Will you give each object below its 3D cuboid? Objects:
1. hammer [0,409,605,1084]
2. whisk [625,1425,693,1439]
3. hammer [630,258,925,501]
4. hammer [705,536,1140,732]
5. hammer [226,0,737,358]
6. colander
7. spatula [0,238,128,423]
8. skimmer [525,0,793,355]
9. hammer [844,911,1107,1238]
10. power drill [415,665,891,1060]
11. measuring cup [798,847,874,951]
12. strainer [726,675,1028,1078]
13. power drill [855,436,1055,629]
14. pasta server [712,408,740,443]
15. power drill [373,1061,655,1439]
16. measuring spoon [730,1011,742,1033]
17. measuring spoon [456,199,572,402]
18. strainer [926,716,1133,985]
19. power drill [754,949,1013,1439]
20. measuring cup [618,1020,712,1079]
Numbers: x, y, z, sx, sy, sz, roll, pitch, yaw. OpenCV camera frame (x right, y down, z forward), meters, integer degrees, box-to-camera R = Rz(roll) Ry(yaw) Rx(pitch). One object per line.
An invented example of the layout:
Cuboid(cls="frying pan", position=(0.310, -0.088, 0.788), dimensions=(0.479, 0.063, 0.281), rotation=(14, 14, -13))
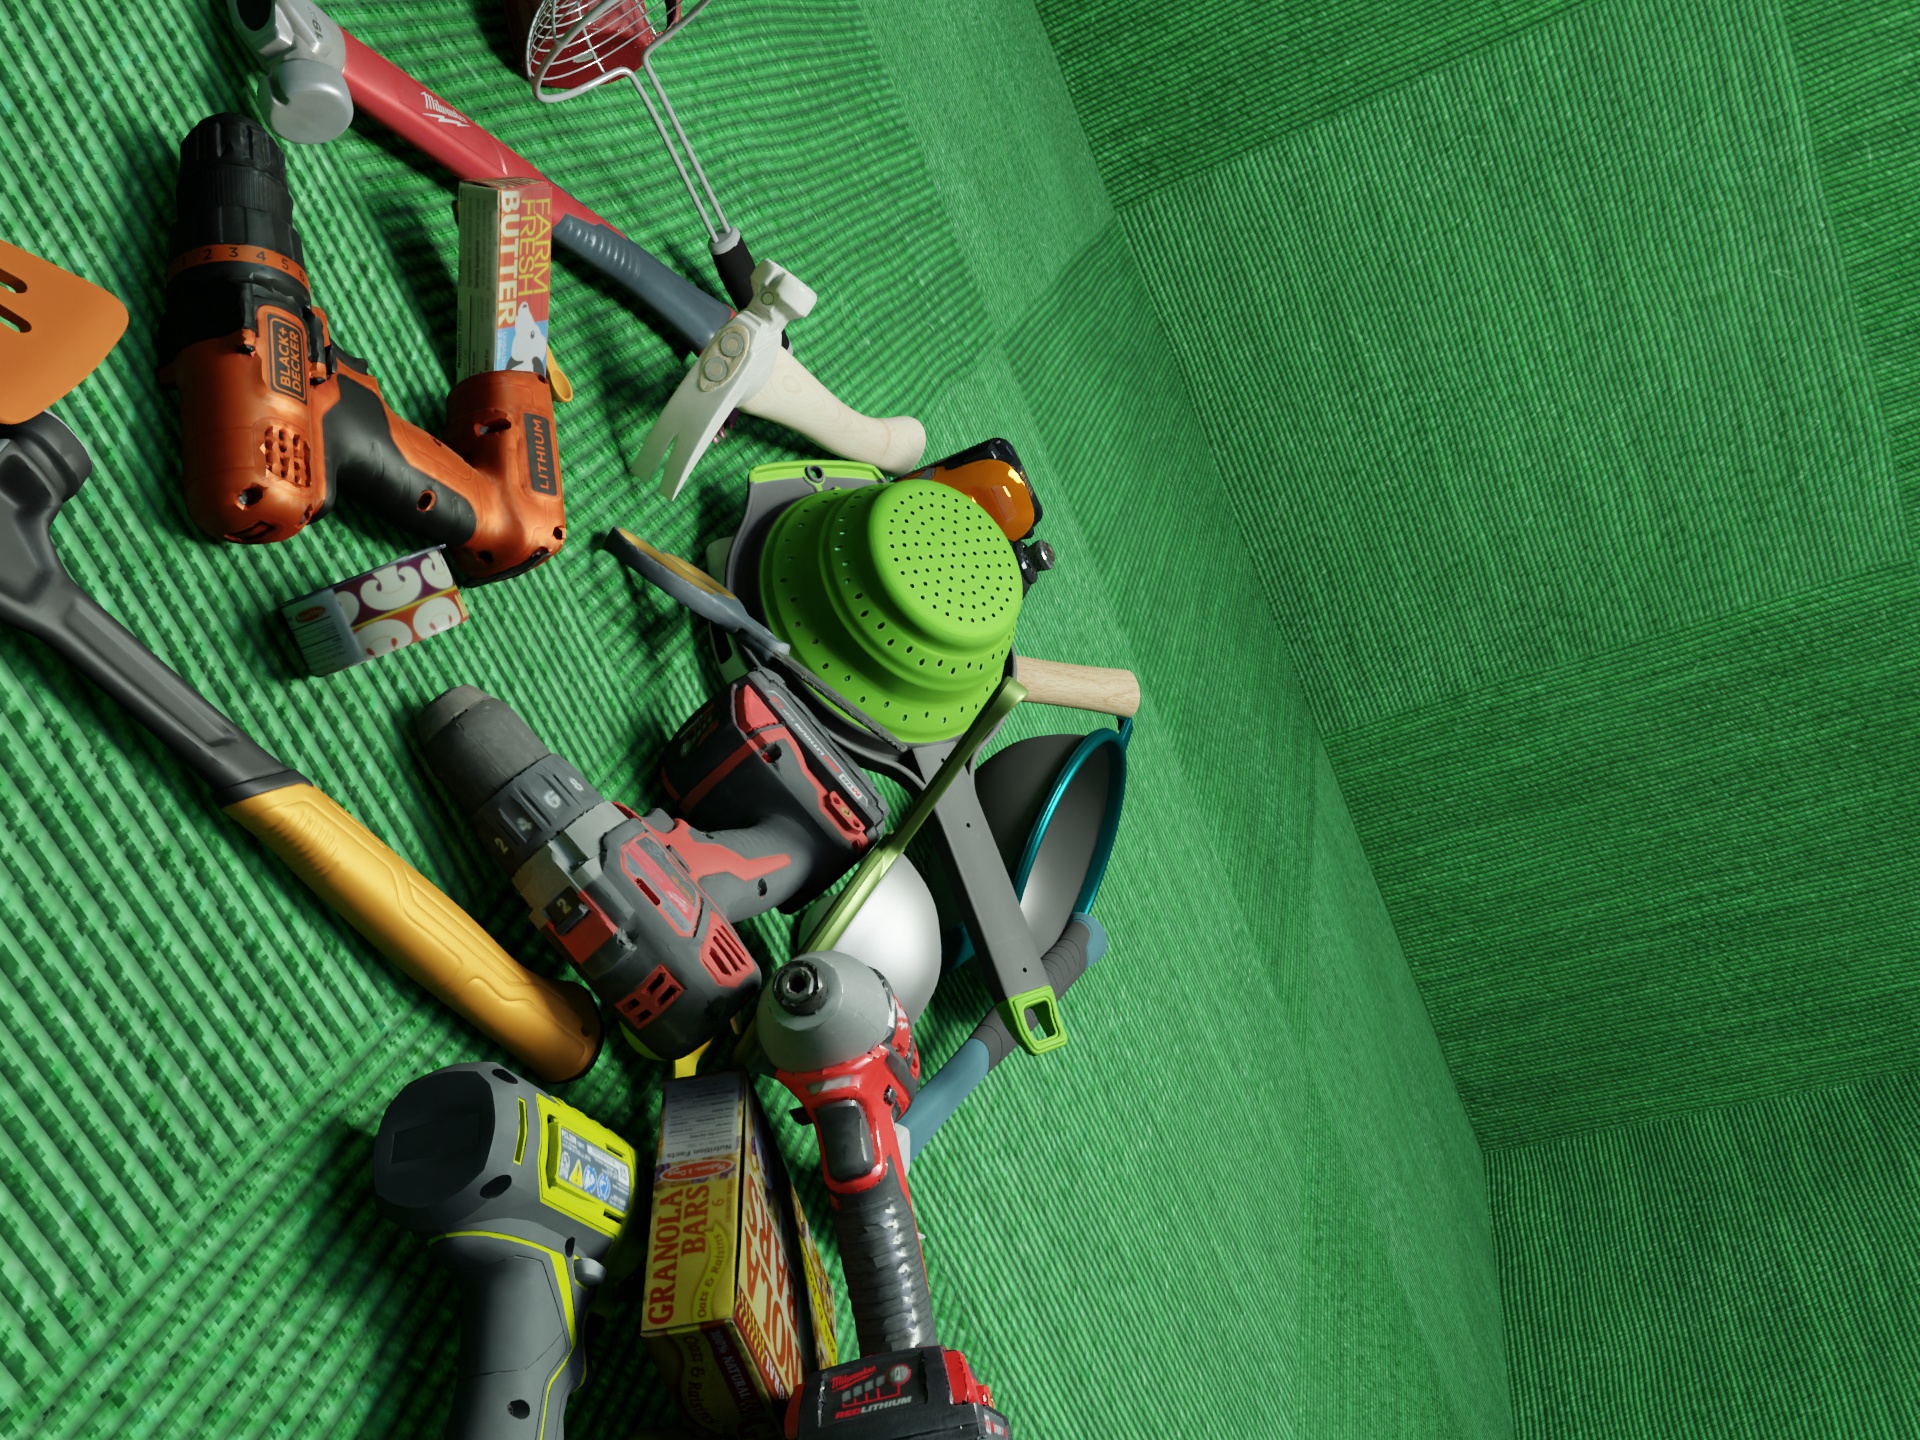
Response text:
Cuboid(cls="hammer", position=(-0.243, 0.046, 0.589), dimensions=(0.336, 0.034, 0.127), rotation=(54, 26, -39))
Cuboid(cls="whisk", position=(-0.076, 0.350, 0.759), dimensions=(0.244, 0.047, 0.051), rotation=(33, 31, -53))
Cuboid(cls="hammer", position=(-0.098, -0.199, 1.094), dimensions=(0.038, 0.146, 0.410), rotation=(37, 8, 9))
Cuboid(cls="hammer", position=(-0.011, -0.032, 1.038), dimensions=(0.331, 0.031, 0.130), rotation=(7, 62, -36))
Cuboid(cls="hammer", position=(-0.240, -0.301, 0.874), dimensions=(0.386, 0.038, 0.143), rotation=(21, 47, -66))
Cuboid(cls="colander", position=(-0.001, -0.003, 0.937), dimensions=(0.204, 0.094, 0.397), rotation=(-9, 71, -41))
Cuboid(cls="spatula", position=(-0.383, -0.222, 0.451), dimensions=(0.322, 0.041, 0.081), rotation=(57, 26, -33))
Cuboid(cls="skimmer", position=(-0.153, -0.320, 0.973), dimensions=(0.090, 0.127, 0.363), rotation=(52, -6, 28))
Cuboid(cls="hammer", position=(0.016, 0.201, 0.983), dimensions=(0.331, 0.033, 0.128), rotation=(-34, 131, -56))
Cuboid(cls="power drill", position=(-0.142, 0.042, 0.762), dimensions=(0.188, 0.080, 0.227), rotation=(49, 22, 0))
Cuboid(cls="measuring cup", position=(-0.072, 0.103, 0.974), dimensions=(0.083, 0.038, 0.168), rotation=(44, 32, -51))
Cuboid(cls="strainer", position=(-0.023, 0.095, 0.807), dimensions=(0.069, 0.256, 0.151), rotation=(36, 18, 2))
Cuboid(cls="power drill", position=(0.000, -0.127, 1.166), dimensions=(0.084, 0.164, 0.227), rotation=(62, 21, -23))
Cuboid(cls="pasta server", position=(-0.115, -0.217, 1.126), dimensions=(0.040, 0.060, 0.316), rotation=(36, 13, 13))
Cuboid(cls="power drill", position=(-0.148, 0.261, 0.593), dimensions=(0.190, 0.080, 0.229), rotation=(58, 21, -53))
Cuboid(cls="measuring spoon", position=(-0.117, 0.113, 0.826), dimensions=(0.124, 0.018, 0.034), rotation=(-109, -179, -50))
Cuboid(cls="measuring spoon", position=(-0.242, -0.223, 0.854), dimensions=(0.117, 0.011, 0.021), rotation=(63, 18, -13))
Cuboid(cls="strainer", position=(0.009, 0.106, 1.071), dimensions=(0.340, 0.095, 0.211), rotation=(-24, 130, -62))
Cuboid(cls="power drill", position=(-0.040, 0.204, 0.653), dimensions=(0.143, 0.078, 0.220), rotation=(73, 4, -62))
Cuboid(cls="measuring cup", position=(-0.143, 0.183, 0.754), dimensions=(0.062, 0.029, 0.157), rotation=(36, 51, -60))
